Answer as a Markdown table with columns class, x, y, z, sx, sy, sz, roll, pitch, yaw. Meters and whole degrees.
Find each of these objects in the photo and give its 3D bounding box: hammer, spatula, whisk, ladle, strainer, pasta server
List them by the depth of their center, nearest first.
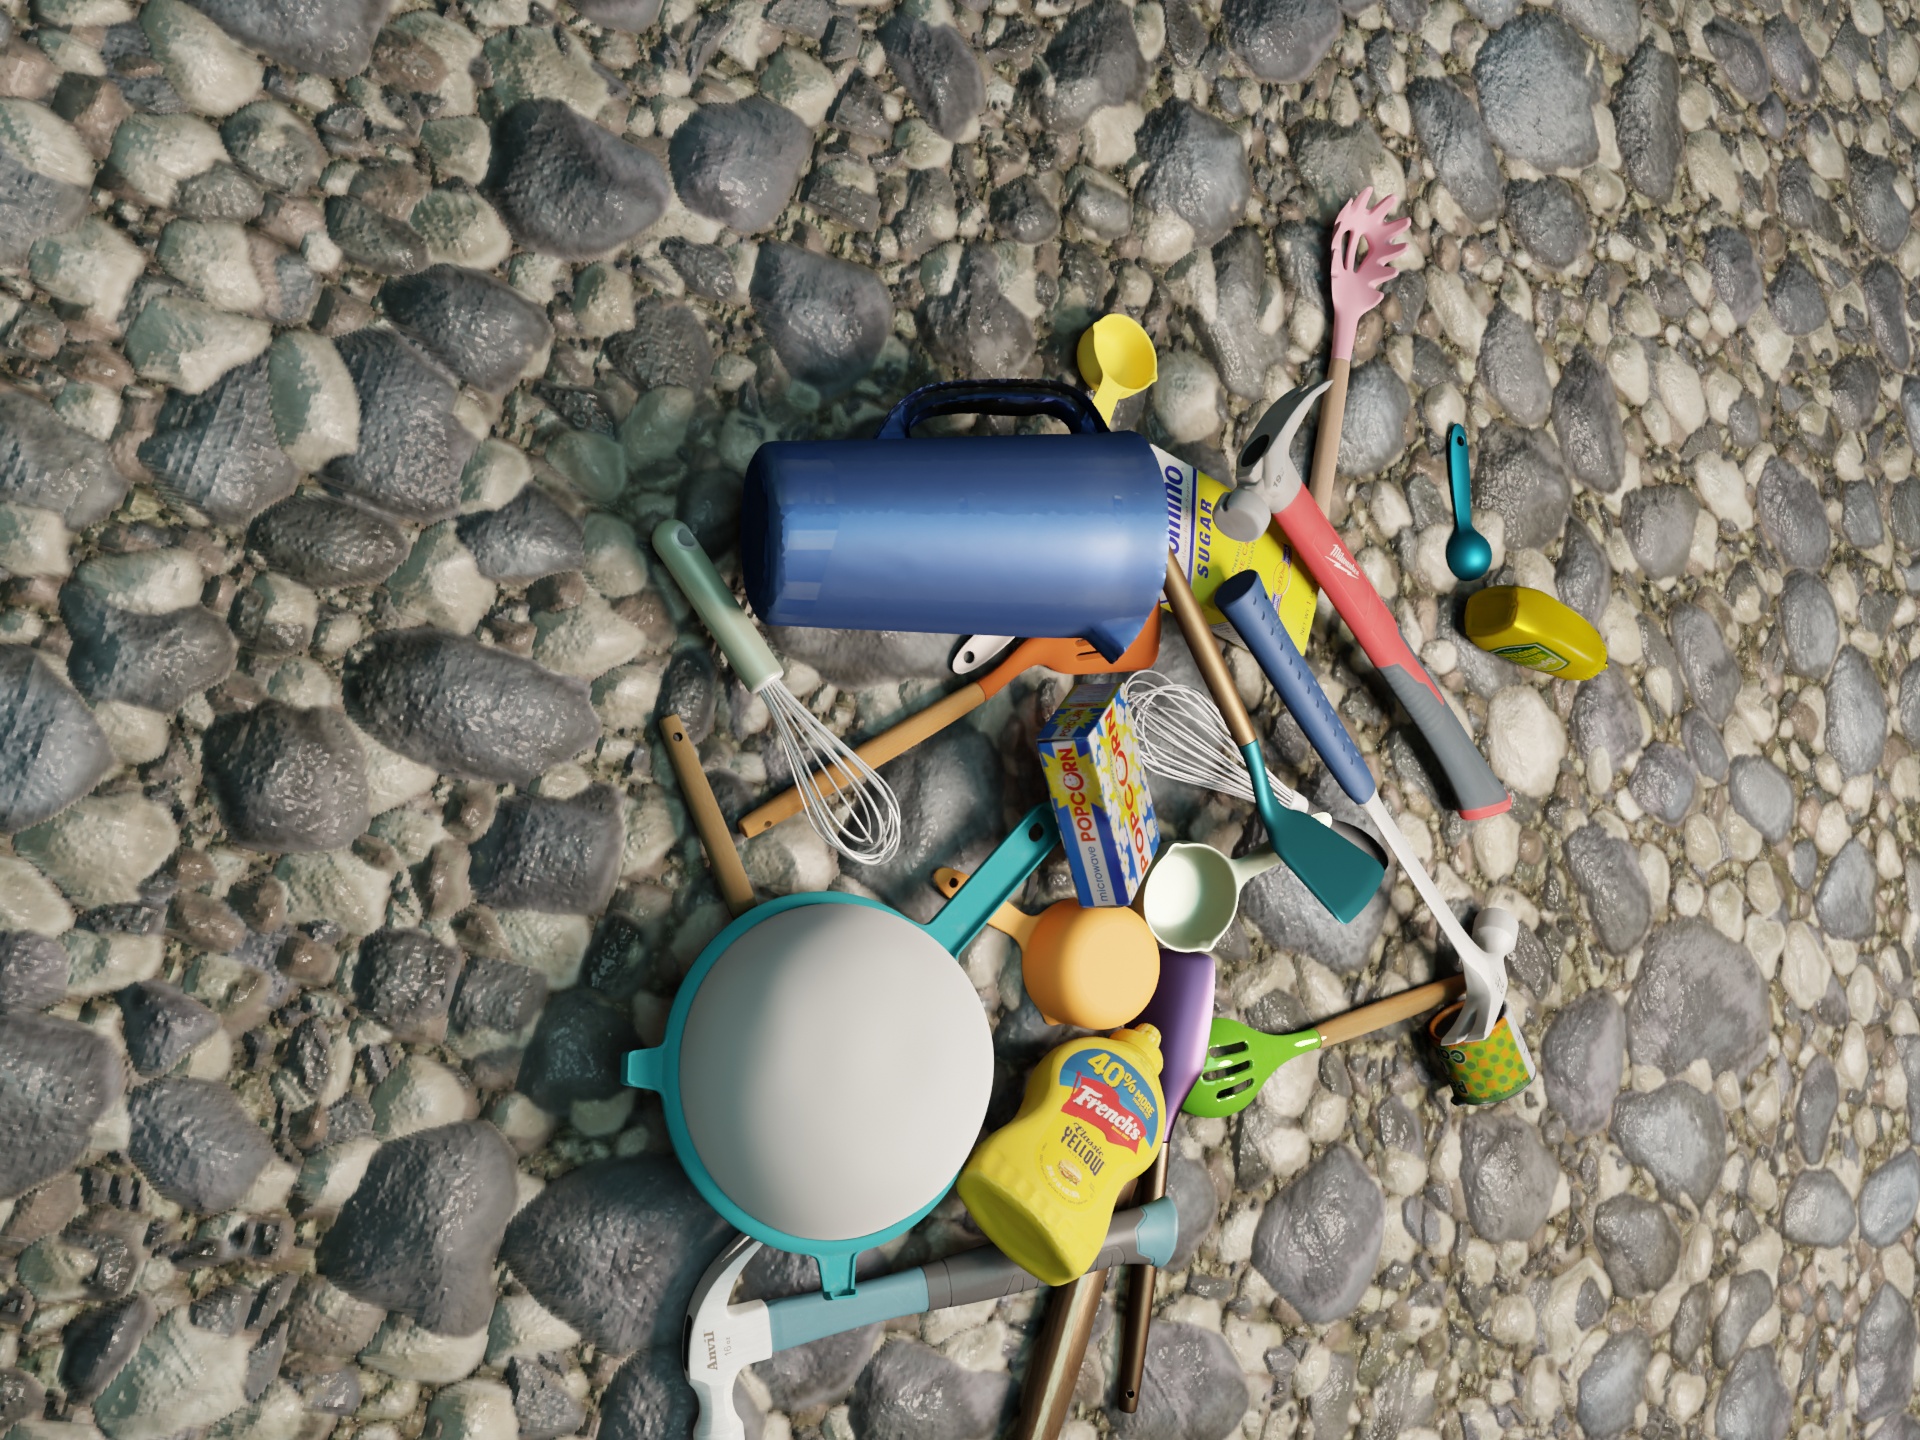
| class | x | y | z | sx | sy | sz | roll | pitch | yaw |
| --- | --- | --- | --- | --- | --- | --- | --- | --- | --- |
| strainer | -0.019 | 0.157 | 0.941 | 0.211 | 0.095 | 0.340 | 50 | 59 | -10 |
| whisk | -0.113 | -0.016 | 0.962 | 0.246 | 0.059 | 0.058 | 57 | 37 | -1 |
| ladle | -0.122 | 0.148 | 0.971 | 0.078 | 0.062 | 0.320 | -22 | 91 | -21 |
| hammer | -0.011 | 0.355 | 0.998 | 0.331 | 0.033 | 0.128 | -6 | 88 | -22 |
| spatula | -0.002 | -0.003 | 1.036 | 0.322 | 0.041 | 0.081 | -31 | 138 | -24 |
| hammer | 0.052 | 0.456 | 1.047 | 0.130 | 0.031 | 0.331 | 25 | 75 | -26 |
| spatula | 0.193 | -0.012 | 1.075 | 0.082 | 0.044 | 0.317 | -35 | 101 | -48 |
| spatula | 0.132 | 0.317 | 1.102 | 0.060 | 0.018 | 0.316 | 7 | 86 | 4 |
| whisk | 0.217 | 0.049 | 1.150 | 0.284 | 0.070 | 0.070 | 32 | 73 | -28 |
| hammer | 0.299 | 0.064 | 1.155 | 0.405 | 0.035 | 0.144 | 53 | 41 | -21 |
| hammer | 0.321 | -0.070 | 1.185 | 0.386 | 0.038 | 0.143 | 48 | 60 | -29 |
| pasta server | 0.289 | -0.250 | 1.213 | 0.060 | 0.040 | 0.316 | 13 | 82 | -15 |

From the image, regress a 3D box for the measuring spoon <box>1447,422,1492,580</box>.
| class | x | y | z | sx | sy | sz | roll | pitch | yaw |
| --- | --- | --- | --- | --- | --- | --- | --- | --- | --- |
| measuring spoon | 0.412 | -0.177 | 1.284 | 0.042 | 0.021 | 0.128 | -5 | 91 | -29 |

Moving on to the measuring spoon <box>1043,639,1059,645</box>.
| class | x | y | z | sx | sy | sz | roll | pitch | yaw |
| --- | --- | --- | --- | --- | --- | --- | --- | --- | --- |
| measuring spoon | 0.098 | -0.079 | 1.116 | 0.117 | 0.011 | 0.021 | -26 | 97 | -31 |

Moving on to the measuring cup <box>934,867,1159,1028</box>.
| class | x | y | z | sx | sy | sz | roll | pitch | yaw |
| --- | --- | --- | --- | --- | --- | --- | --- | --- | --- |
| measuring cup | 0.060 | 0.143 | 1.056 | 0.173 | 0.052 | 0.095 | 34 | 72 | -25 |

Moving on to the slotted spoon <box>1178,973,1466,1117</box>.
| class | x | y | z | sx | sy | sz | roll | pitch | yaw |
| --- | --- | --- | --- | --- | --- | --- | --- | --- | --- |
| slotted spoon | 0.284 | 0.229 | 1.190 | 0.313 | 0.031 | 0.070 | -11 | 90 | -30 |

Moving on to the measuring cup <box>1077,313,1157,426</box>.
| class | x | y | z | sx | sy | sz | roll | pitch | yaw |
| --- | --- | --- | --- | --- | --- | --- | --- | --- | --- |
| measuring cup | 0.090 | -0.212 | 1.094 | 0.062 | 0.029 | 0.157 | 35 | 63 | -23 |

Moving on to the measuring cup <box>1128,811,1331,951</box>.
| class | x | y | z | sx | sy | sz | roll | pitch | yaw |
| --- | --- | --- | --- | --- | --- | --- | --- | --- | --- |
| measuring cup | 0.190 | 0.103 | 1.129 | 0.167 | 0.038 | 0.083 | -26 | 104 | -21 |

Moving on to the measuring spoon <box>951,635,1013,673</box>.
| class | x | y | z | sx | sy | sz | roll | pitch | yaw |
| --- | --- | --- | --- | --- | --- | --- | --- | --- | --- |
| measuring spoon | 0.037 | -0.073 | 1.081 | 0.124 | 0.018 | 0.034 | -42 | 110 | -17 |
